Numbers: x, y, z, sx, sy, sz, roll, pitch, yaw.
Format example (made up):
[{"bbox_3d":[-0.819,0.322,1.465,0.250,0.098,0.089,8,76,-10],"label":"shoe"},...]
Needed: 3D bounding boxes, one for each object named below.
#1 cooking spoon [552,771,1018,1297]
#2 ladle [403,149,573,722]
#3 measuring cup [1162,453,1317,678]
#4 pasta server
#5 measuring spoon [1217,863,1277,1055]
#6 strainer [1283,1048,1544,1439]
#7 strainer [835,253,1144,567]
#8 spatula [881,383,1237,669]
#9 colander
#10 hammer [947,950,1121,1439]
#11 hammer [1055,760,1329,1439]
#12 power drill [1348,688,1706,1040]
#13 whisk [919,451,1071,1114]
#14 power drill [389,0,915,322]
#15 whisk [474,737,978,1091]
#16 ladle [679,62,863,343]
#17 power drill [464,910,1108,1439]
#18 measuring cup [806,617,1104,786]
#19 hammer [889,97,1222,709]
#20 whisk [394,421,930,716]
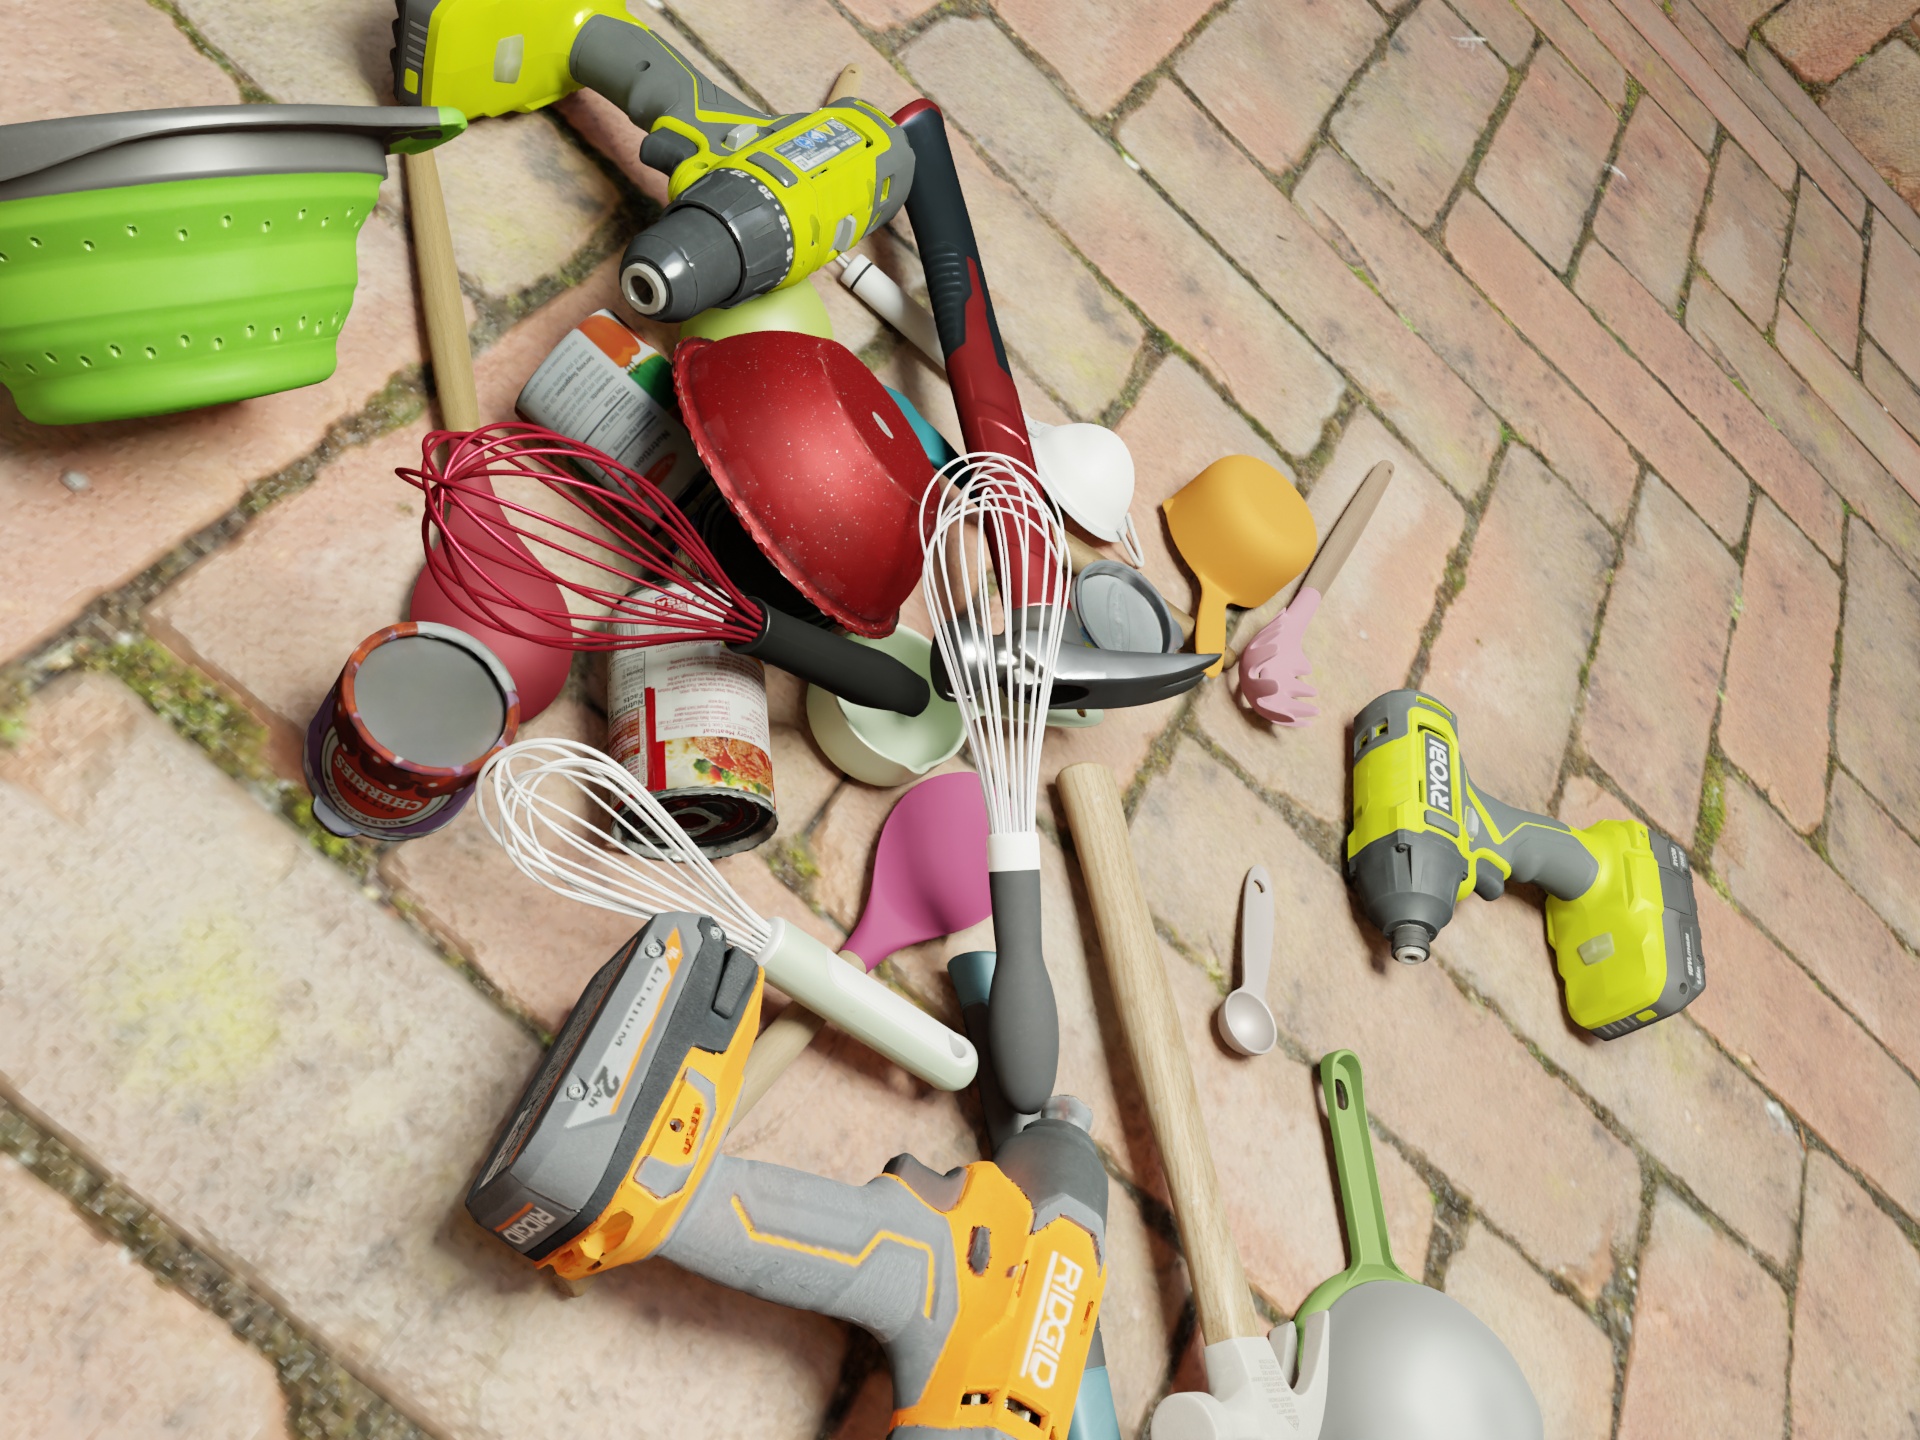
[{"bbox_3d":[-0.061,0.119,0.673,0.069,0.017,0.319,45,46,0],"label":"cooking spoon"},{"bbox_3d":[-0.223,-0.144,0.707,0.069,0.031,0.316,2,61,-36],"label":"ladle"},{"bbox_3d":[0.166,-0.092,0.932,0.095,0.052,0.174,36,39,-16],"label":"measuring cup"},{"bbox_3d":[0.238,-0.094,1.014,0.316,0.040,0.060,-51,121,-45],"label":"pasta server"},{"bbox_3d":[0.151,0.125,0.836,0.034,0.018,0.124,34,42,-16],"label":"measuring spoon"},{"bbox_3d":[0.219,0.277,0.752,0.151,0.069,0.257,13,58,-31],"label":"strainer"},{"bbox_3d":[0.023,-0.187,0.908,0.258,0.050,0.087,40,31,-7],"label":"strainer"},{"bbox_3d":[0.030,-0.104,0.876,0.317,0.044,0.082,31,48,-25],"label":"spatula"},{"bbox_3d":[-0.366,-0.142,0.548,0.397,0.205,0.094,-16,109,-26],"label":"colander"},{"bbox_3d":[0.046,0.256,0.661,0.128,0.033,0.331,6,61,-36],"label":"hammer"},{"bbox_3d":[0.097,0.169,0.736,0.130,0.031,0.332,25,44,-47],"label":"hammer"},{"bbox_3d":[0.328,0.097,0.944,0.223,0.080,0.171,25,50,-18],"label":"power drill"},{"bbox_3d":[0.022,0.024,0.682,0.070,0.070,0.285,0,83,-37],"label":"whisk"},{"bbox_3d":[-0.157,-0.284,0.762,0.228,0.080,0.191,36,47,7],"label":"power drill"},{"bbox_3d":[-0.083,0.083,0.625,0.246,0.059,0.058,38,23,-26],"label":"whisk"},{"bbox_3d":[-0.088,-0.281,0.885,0.078,0.062,0.320,10,46,-1],"label":"ladle"},{"bbox_3d":[-0.043,0.168,0.583,0.226,0.084,0.164,35,46,-12],"label":"power drill"},{"bbox_3d":[-0.001,-0.002,0.780,0.167,0.038,0.083,5,61,-37],"label":"measuring cup"},{"bbox_3d":[0.025,-0.180,0.839,0.143,0.038,0.387,0,60,-22],"label":"hammer"},{"bbox_3d":[-0.094,-0.041,0.607,0.295,0.073,0.073,24,47,-57],"label":"whisk"}]
